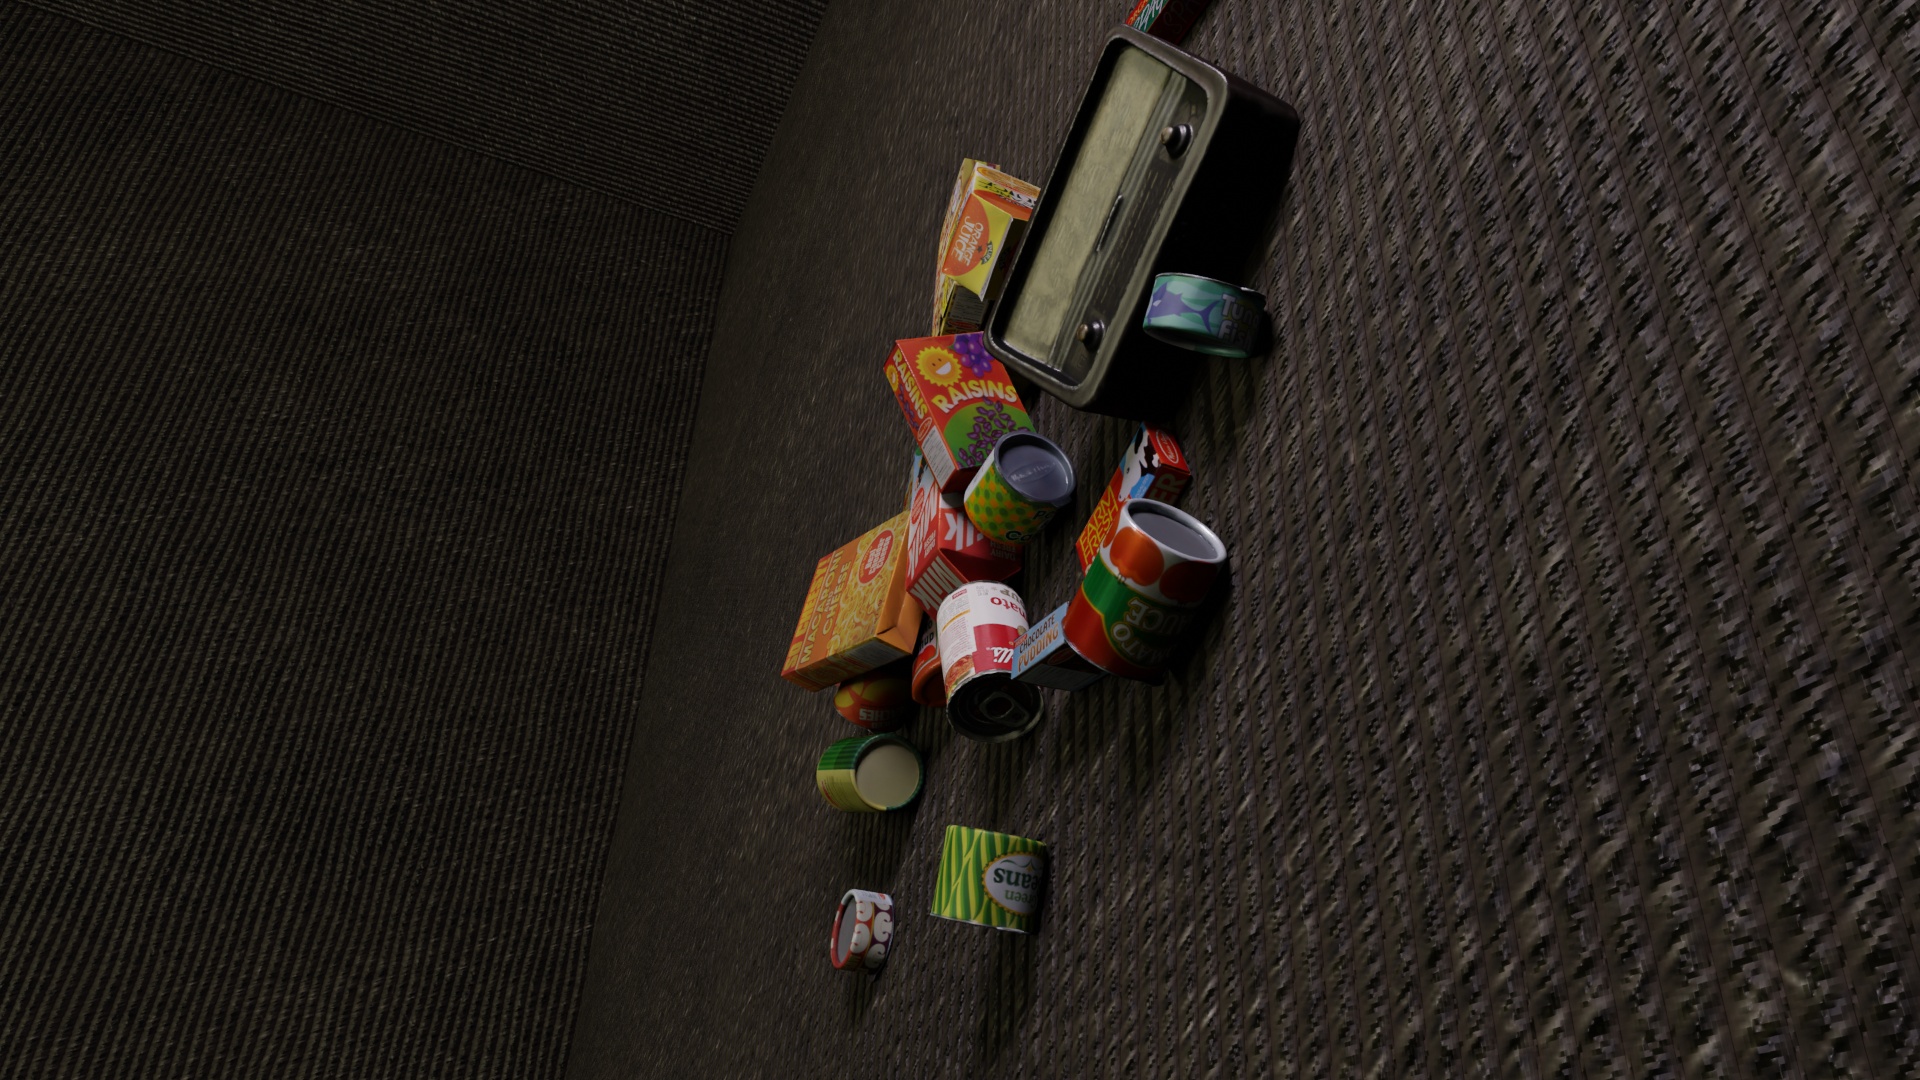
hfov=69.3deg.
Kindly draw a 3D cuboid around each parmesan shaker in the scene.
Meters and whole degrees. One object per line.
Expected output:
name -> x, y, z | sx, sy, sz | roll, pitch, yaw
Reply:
parmesan shaker -> -0.075, 0.201, 1.188 | 0.103, 0.071, 0.071 | 155, 128, -66

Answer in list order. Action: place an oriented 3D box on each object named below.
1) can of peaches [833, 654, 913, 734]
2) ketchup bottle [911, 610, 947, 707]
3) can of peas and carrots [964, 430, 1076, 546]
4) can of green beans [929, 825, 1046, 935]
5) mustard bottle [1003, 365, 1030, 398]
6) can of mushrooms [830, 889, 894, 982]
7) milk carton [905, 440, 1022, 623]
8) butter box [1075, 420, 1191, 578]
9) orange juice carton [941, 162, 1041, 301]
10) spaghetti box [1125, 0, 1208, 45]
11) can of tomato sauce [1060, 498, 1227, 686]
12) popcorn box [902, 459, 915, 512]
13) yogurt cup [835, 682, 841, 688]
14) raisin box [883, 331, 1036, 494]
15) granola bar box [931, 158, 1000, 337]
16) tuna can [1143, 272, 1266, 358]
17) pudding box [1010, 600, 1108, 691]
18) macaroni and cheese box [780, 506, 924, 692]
can of peaches -> -0.071, 0.129, 1.230 | 0.071, 0.071, 0.058 | -115, 44, -64
ketchup bottle -> -0.015, 0.063, 1.152 | 0.064, 0.043, 0.149 | -54, 26, 41
can of peas and carrots -> 0.045, -0.036, 1.023 | 0.058, 0.071, 0.071 | 125, 154, -47
can of green beans -> 0.019, 0.216, 0.887 | 0.071, 0.071, 0.058 | 155, 128, -67
mustard bottle -> 0.033, -0.145, 1.171 | 0.159, 0.049, 0.065 | 146, 134, -64
can of mushrooms -> -0.082, 0.326, 1.149 | 0.071, 0.033, 0.071 | -163, 89, -72
milk carton -> 0.004, -0.014, 1.109 | 0.072, 0.073, 0.191 | 128, 151, -52
butter box -> 0.108, -0.019, 0.882 | 0.053, 0.024, 0.103 | -101, 32, -55
orange juice carton -> 0.031, -0.258, 1.175 | 0.193, 0.073, 0.071 | -86, 17, -66
spaghetti box -> 0.186, -0.434, 0.985 | 0.248, 0.029, 0.050 | 132, 148, -54
can of tomato sauce -> 0.105, 0.029, 0.787 | 0.071, 0.071, 0.082 | -107, 37, -59
popcorn box -> -0.025, -0.045, 1.244 | 0.126, 0.038, 0.085 | 118, 163, -69
yogurt cup -> -0.090, 0.111, 1.306 | 0.072, 0.072, 0.054 | -141, 59, -71
raisin box -> 0.002, -0.103, 1.094 | 0.124, 0.086, 0.040 | 65, 147, 22
granola bar box -> 0.003, -0.266, 1.344 | 0.123, 0.039, 0.166 | 112, 165, -56
tuna can -> 0.143, -0.130, 0.805 | 0.071, 0.071, 0.033 | -162, 87, -72
pudding box -> 0.071, 0.069, 0.879 | 0.083, 0.050, 0.030 | 136, 143, -59
macaroni and cheese box -> -0.083, 0.054, 1.188 | 0.166, 0.040, 0.124 | -27, 40, 52
